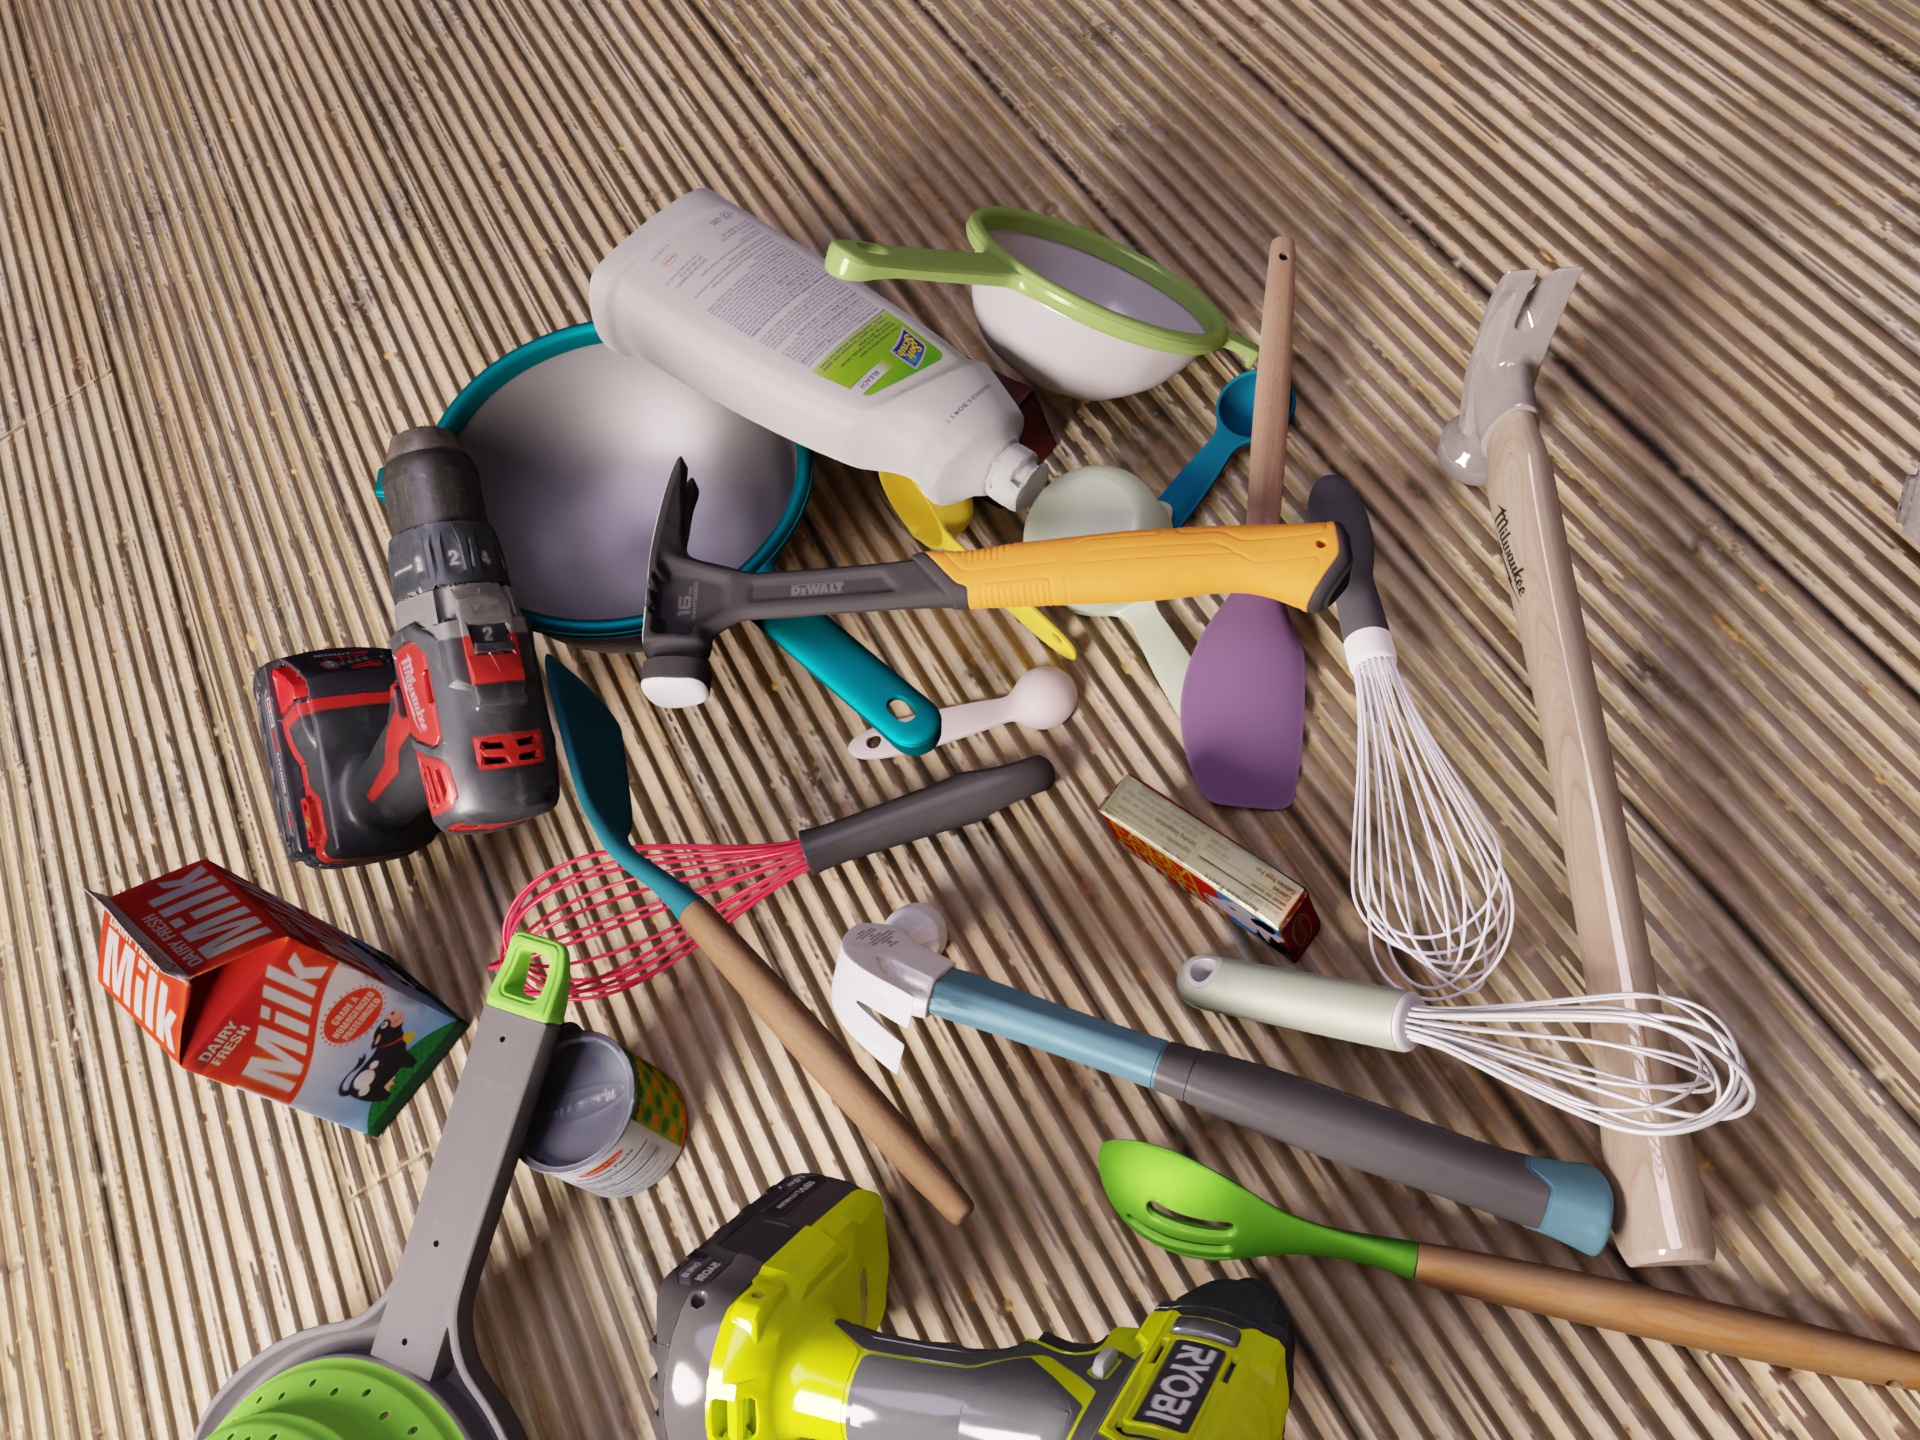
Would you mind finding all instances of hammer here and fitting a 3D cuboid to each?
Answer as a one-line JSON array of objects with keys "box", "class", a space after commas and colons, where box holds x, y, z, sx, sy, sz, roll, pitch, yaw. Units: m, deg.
[{"box": [0.260, 0.010, 0.664, 0.038, 0.146, 0.411, -4, 67, 4], "class": "hammer"}, {"box": [0.097, 0.147, 0.663, 0.331, 0.128, 0.033, 16, 101, 18], "class": "hammer"}, {"box": [0.015, -0.075, 0.764, 0.337, 0.034, 0.127, -3, 65, 6], "class": "hammer"}]

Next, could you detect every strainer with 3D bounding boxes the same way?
[{"box": [-0.136, -0.076, 0.860, 0.340, 0.095, 0.211, 40, 69, 19], "class": "strainer"}, {"box": [0.025, -0.206, 0.820, 0.152, 0.256, 0.069, 45, 127, 31], "class": "strainer"}]

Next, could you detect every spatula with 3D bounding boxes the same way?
[{"box": [-0.096, 0.094, 0.706, 0.044, 0.082, 0.318, -44, 65, -7], "class": "spatula"}, {"box": [0.151, -0.108, 0.802, 0.060, 0.018, 0.316, 6, 72, 5], "class": "spatula"}]

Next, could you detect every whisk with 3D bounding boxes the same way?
[{"box": [0.186, 0.121, 0.632, 0.246, 0.059, 0.058, 3, 48, 46], "class": "whisk"}, {"box": [0.195, -0.004, 0.734, 0.070, 0.070, 0.285, -13, 55, 12], "class": "whisk"}, {"box": [-0.094, 0.071, 0.784, 0.296, 0.073, 0.073, -19, 59, 1], "class": "whisk"}]

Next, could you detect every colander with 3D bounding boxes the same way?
[{"box": [-0.255, 0.278, 0.661, 0.204, 0.094, 0.397, 11, 80, 24], "class": "colander"}]

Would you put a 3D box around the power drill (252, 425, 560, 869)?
[{"box": [-0.277, -0.024, 0.788, 0.227, 0.080, 0.188, -21, 81, 50], "class": "power drill"}]

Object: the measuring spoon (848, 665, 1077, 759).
[{"box": [-0.001, -0.003, 0.815, 0.124, 0.018, 0.034, -15, 60, 11], "class": "measuring spoon"}]

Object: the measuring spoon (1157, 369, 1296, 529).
[{"box": [0.131, -0.129, 0.843, 0.042, 0.021, 0.128, 38, 89, 28], "class": "measuring spoon"}]

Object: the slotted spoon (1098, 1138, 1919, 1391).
[{"box": [0.204, 0.215, 0.617, 0.314, 0.070, 0.031, 8, 49, 16], "class": "slotted spoon"}]

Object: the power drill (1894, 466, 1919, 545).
[{"box": [0.526, -0.149, 0.688, 0.185, 0.084, 0.226, 13, 73, 25], "class": "power drill"}]

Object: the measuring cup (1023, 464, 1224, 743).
[{"box": [0.087, -0.060, 0.801, 0.083, 0.038, 0.168, -32, 61, 9], "class": "measuring cup"}]

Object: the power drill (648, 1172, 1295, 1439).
[{"box": [0.011, 0.246, 0.611, 0.223, 0.171, 0.080, 5, 102, 24], "class": "power drill"}]

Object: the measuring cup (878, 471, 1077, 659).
[{"box": [0.016, -0.091, 0.844, 0.029, 0.062, 0.157, -39, 69, -16], "class": "measuring cup"}]
